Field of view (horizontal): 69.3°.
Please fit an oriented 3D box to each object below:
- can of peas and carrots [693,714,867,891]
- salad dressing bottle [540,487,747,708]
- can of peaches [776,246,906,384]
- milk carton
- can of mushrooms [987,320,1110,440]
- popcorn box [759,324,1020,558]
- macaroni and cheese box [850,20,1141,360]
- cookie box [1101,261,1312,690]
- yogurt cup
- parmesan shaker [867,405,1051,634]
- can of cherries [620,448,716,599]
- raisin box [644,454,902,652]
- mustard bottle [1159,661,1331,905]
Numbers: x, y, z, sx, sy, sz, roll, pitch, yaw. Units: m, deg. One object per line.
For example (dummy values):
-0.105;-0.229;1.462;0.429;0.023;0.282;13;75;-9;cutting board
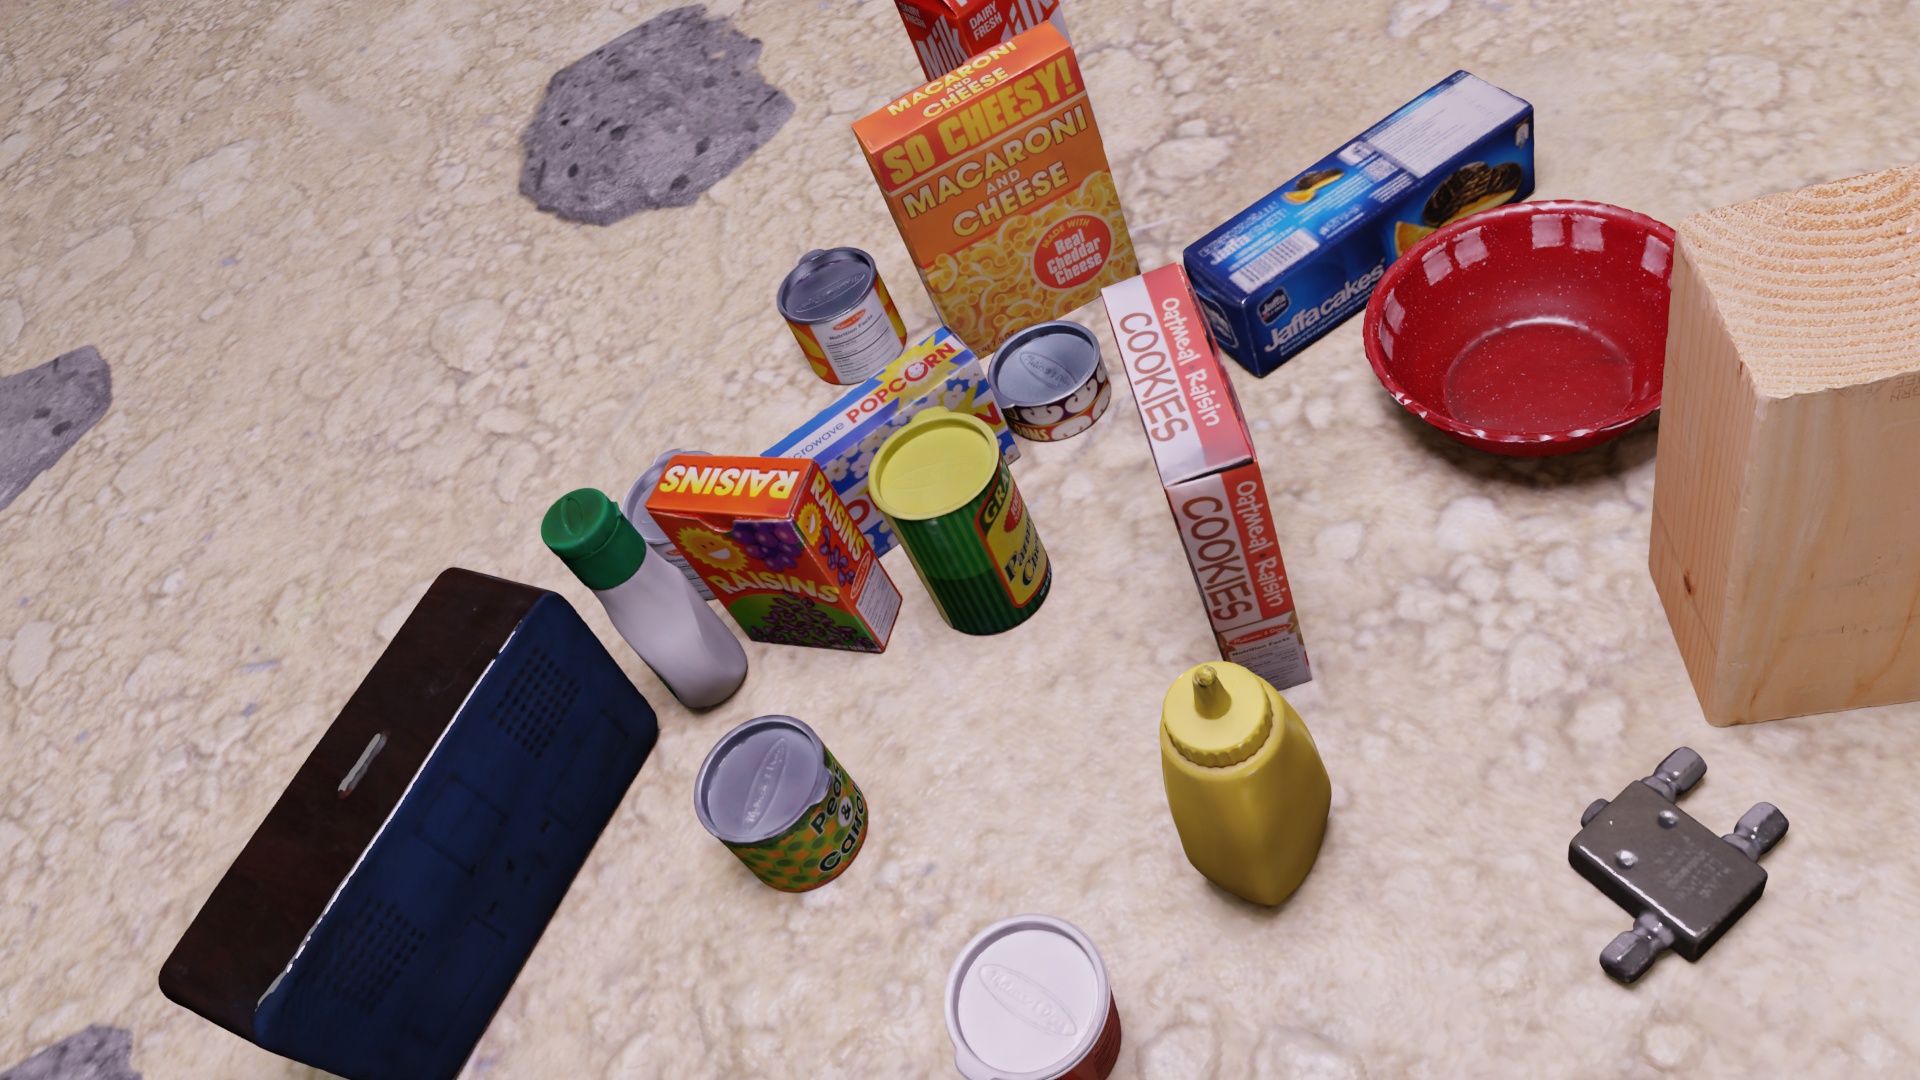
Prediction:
-0.082;0.126;0.661;0.071;0.058;0.071;-11;50;14;can of peas and carrots
-0.159;0.031;0.709;0.044;0.147;0.064;-29;48;-1;salad dressing bottle
-0.074;-0.142;0.871;0.071;0.057;0.071;-11;50;14;can of peaches
0.020;-0.314;0.880;0.072;0.189;0.073;-42;50;-12;milk carton
0.049;-0.090;0.795;0.071;0.033;0.071;-11;50;14;can of mushrooms
-0.037;-0.047;0.761;0.127;0.085;0.038;-36;49;-7;popcorn box
0.024;-0.195;0.800;0.124;0.165;0.040;-29;48;-1;macaroni and cheese box
0.113;-0.023;0.626;0.040;0.166;0.123;-18;49;9;cookie box
0.033;0.193;0.563;0.072;0.053;0.073;-11;50;14;yogurt cup
0.003;-0.009;0.703;0.071;0.102;0.072;-11;50;14;parmesan shaker
-0.151;-0.010;0.797;0.071;0.058;0.072;-11;50;14;can of cherries
-0.093;0.008;0.715;0.086;0.123;0.040;4;56;25;raisin box
0.109;0.087;0.544;0.049;0.159;0.065;20;64;34;mustard bottle
